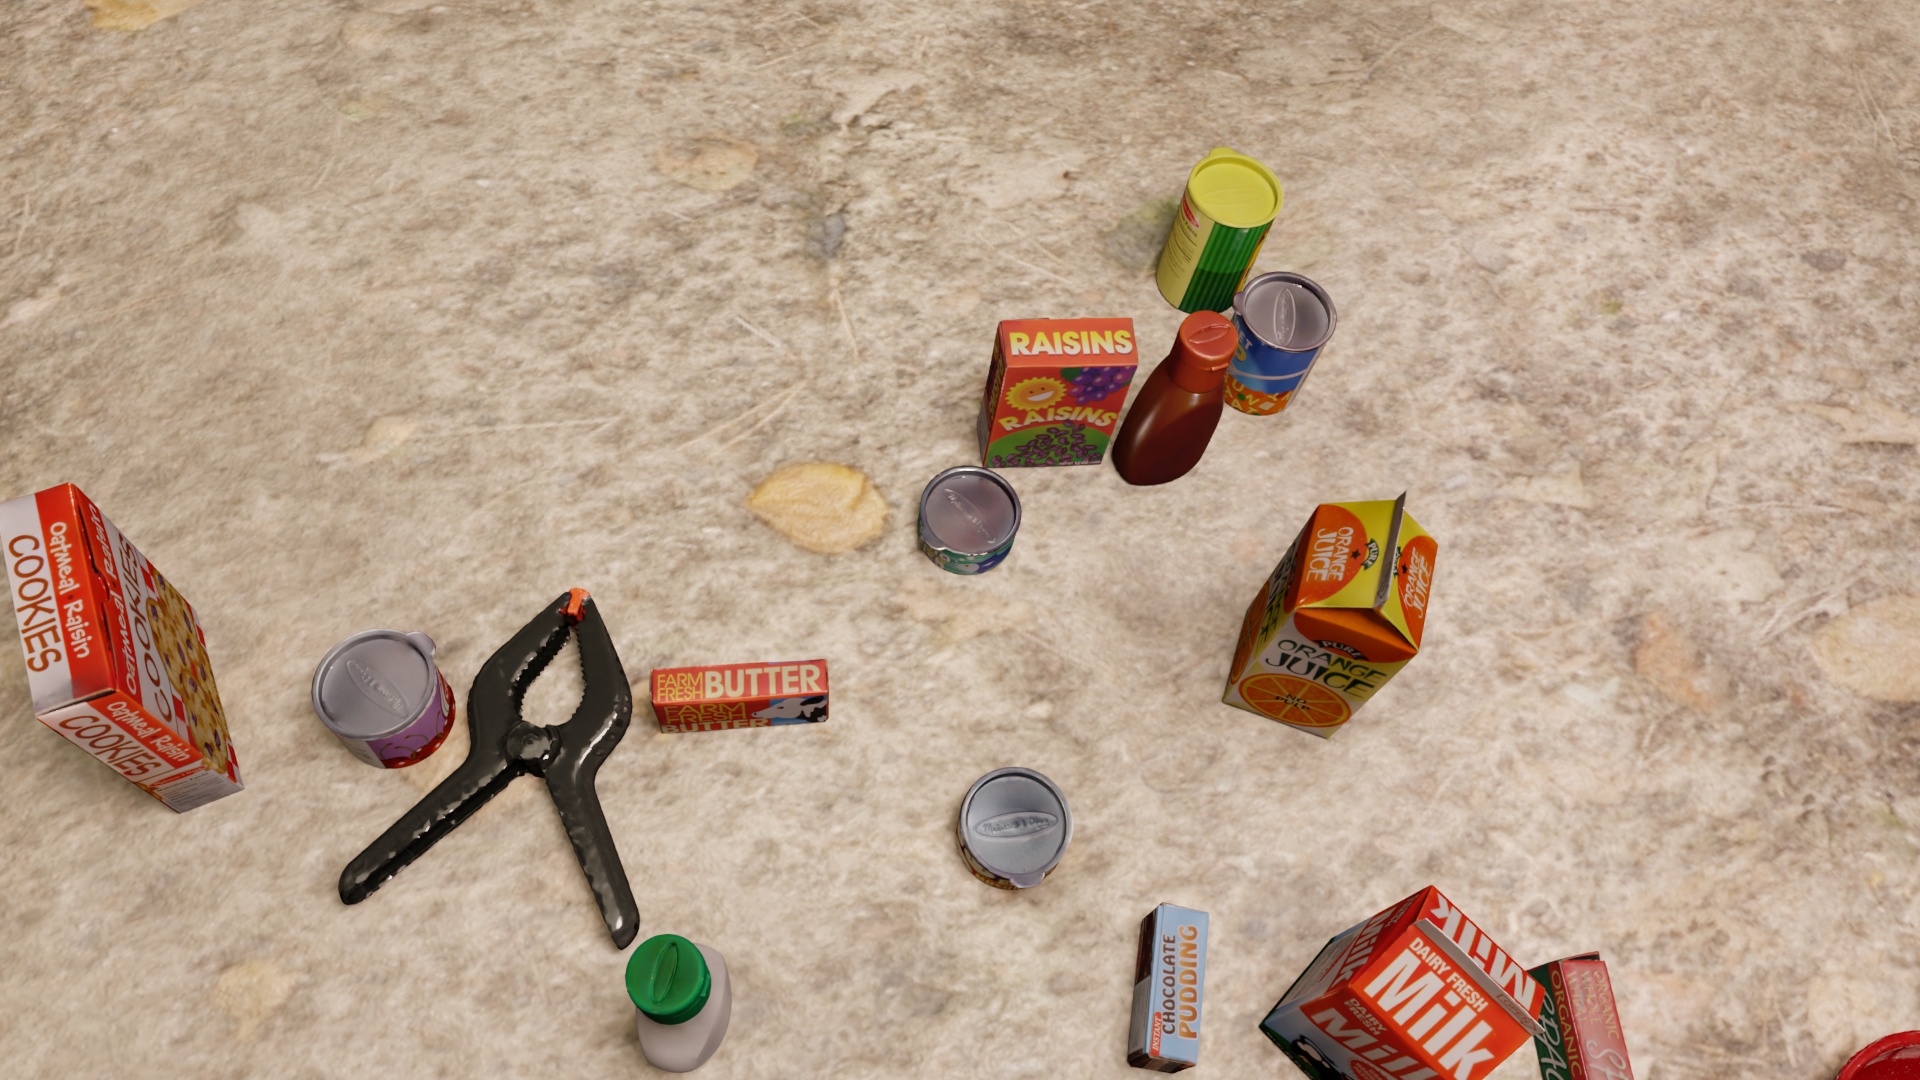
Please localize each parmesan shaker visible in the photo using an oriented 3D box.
[{"bbox_3d":[0.182,-0.219,0.992,0.071,0.102,0.071,3,63,-5],"label":"parmesan shaker"}]

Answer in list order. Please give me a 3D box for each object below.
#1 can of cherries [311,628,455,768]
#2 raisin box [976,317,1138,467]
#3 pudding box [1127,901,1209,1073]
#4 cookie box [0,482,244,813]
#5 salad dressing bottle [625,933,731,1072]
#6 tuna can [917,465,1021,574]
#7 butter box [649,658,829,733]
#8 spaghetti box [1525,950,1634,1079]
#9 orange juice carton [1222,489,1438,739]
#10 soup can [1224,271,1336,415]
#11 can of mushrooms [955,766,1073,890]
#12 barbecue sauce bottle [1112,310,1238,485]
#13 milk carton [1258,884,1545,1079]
[{"bbox_3d":[-0.328,0.091,0.800,0.071,0.058,0.072,3,63,-5],"label":"can of cherries"},{"bbox_3d":[0.061,-0.095,0.903,0.086,0.122,0.040,-2,64,-7],"label":"raisin box"},{"bbox_3d":[0.116,0.249,0.774,0.030,0.049,0.084,11,62,-1],"label":"pudding box"},{"bbox_3d":[-0.443,0.062,0.741,0.040,0.166,0.123,-21,67,-16],"label":"cookie box"},{"bbox_3d":[-0.142,0.230,0.700,0.044,0.147,0.064,13,63,0],"label":"salad dressing bottle"},{"bbox_3d":[0.003,-0.011,0.905,0.071,0.032,0.071,3,63,-5],"label":"tuna can"},{"bbox_3d":[-0.130,0.093,0.825,0.103,0.053,0.024,-3,64,-8],"label":"butter box"},{"bbox_3d":[0.352,0.353,0.747,0.029,0.050,0.251,0,63,-6],"label":"spaghetti box"},{"bbox_3d":[0.219,0.043,0.811,0.073,0.191,0.072,19,63,4],"label":"orange juice carton"},{"bbox_3d":[0.213,-0.136,0.964,0.071,0.083,0.071,3,63,-5],"label":"soup can"},{"bbox_3d":[0.031,0.171,0.813,0.071,0.033,0.071,3,63,-5],"label":"can of mushrooms"},{"bbox_3d":[0.142,-0.090,0.896,0.065,0.148,0.044,-18,67,-15],"label":"barbecue sauce bottle"},{"bbox_3d":[0.228,0.238,0.713,0.072,0.189,0.074,43,67,15],"label":"milk carton"}]
